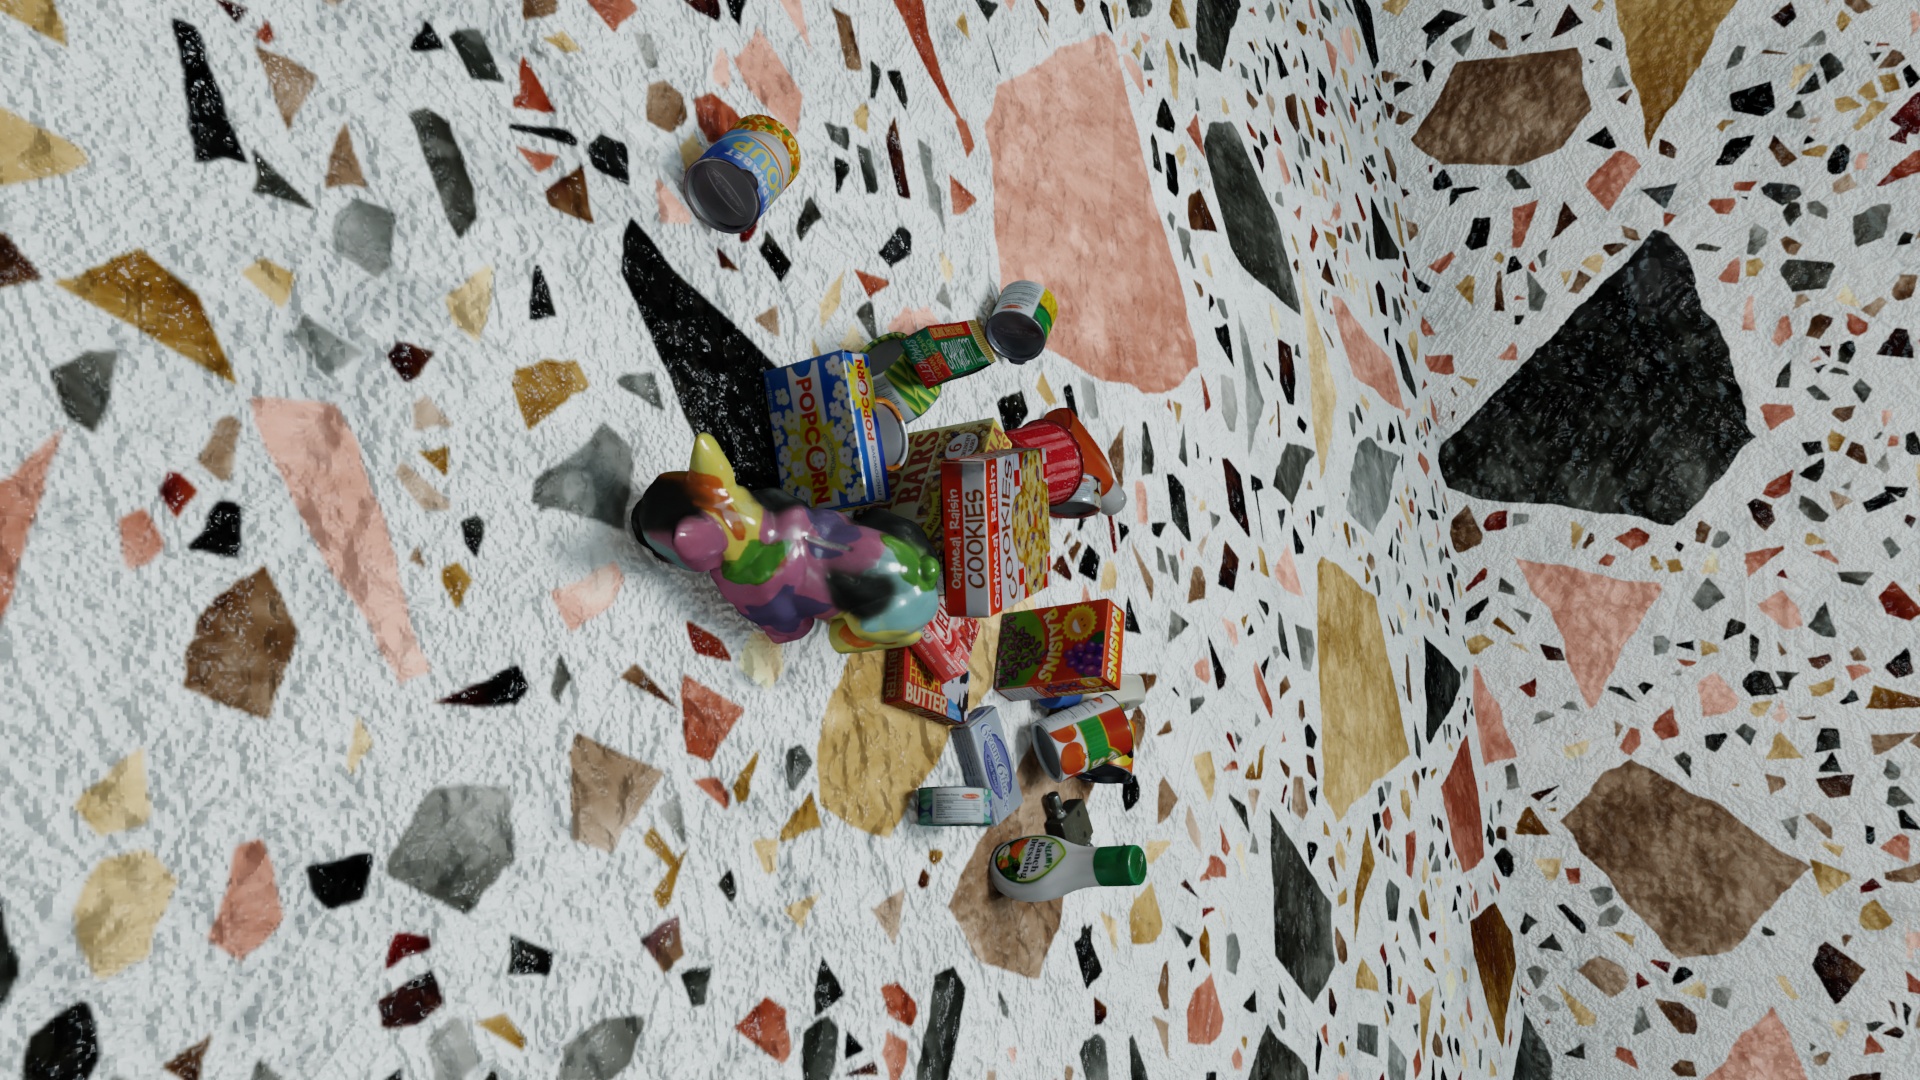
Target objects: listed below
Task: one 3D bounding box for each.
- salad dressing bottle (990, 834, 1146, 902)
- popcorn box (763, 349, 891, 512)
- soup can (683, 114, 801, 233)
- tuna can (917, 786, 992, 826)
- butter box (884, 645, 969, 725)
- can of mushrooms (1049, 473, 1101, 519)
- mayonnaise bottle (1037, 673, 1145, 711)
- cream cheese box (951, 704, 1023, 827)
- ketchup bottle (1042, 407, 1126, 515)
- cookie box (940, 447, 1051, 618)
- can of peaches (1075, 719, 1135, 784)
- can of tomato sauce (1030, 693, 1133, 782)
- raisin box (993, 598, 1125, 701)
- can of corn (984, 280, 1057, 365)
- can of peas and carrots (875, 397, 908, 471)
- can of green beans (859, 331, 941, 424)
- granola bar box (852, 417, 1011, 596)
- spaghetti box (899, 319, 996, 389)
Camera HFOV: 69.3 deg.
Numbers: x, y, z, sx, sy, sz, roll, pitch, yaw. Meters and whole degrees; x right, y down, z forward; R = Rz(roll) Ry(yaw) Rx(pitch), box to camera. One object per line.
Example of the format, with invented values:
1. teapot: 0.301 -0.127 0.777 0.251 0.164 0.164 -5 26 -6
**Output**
1. salad dressing bottle: 0.101 0.305 1.296 0.044 0.147 0.064 57 39 -32
2. popcorn box: -0.110 -0.085 1.143 0.038 0.085 0.126 -5 84 -59
3. soup can: -0.172 -0.298 1.122 0.071 0.071 0.084 59 38 -29
4. tuna can: -0.005 0.236 1.233 0.071 0.071 0.033 20 66 -54
5. butter box: -0.030 0.132 1.260 0.103 0.024 0.053 29 57 -51
6. can of mushrooms: 0.120 -0.047 1.505 0.071 0.071 0.033 24 61 -52
7. mayonnaise bottle: 0.135 0.161 1.474 0.148 0.064 0.041 9 67 -52
8. cream cheese box: 0.026 0.215 1.322 0.053 0.024 0.103 -29 105 -56
9. ketchup bottle: 0.140 -0.083 1.566 0.148 0.043 0.065 46 46 -41
10. cookie box: 0.031 -0.011 1.138 0.168 0.040 0.122 -19 107 -69
11. can of peaches: 0.154 0.222 1.476 0.071 0.071 0.058 39 49 -45
12. can of tomato sauce: 0.123 0.201 1.404 0.083 0.071 0.071 -19 99 -19
13. raisin box: 0.098 0.110 1.372 0.040 0.123 0.086 39 49 -45
14. can of corn: 0.065 -0.232 1.475 0.071 0.071 0.058 56 39 -32
15. can of peas and carrots: -0.088 -0.087 1.202 0.071 0.058 0.071 23 61 -53
16. can of green beans: -0.059 -0.146 1.257 0.057 0.071 0.071 52 41 -35
17. granola bar box: -0.032 -0.025 1.209 0.039 0.124 0.166 52 41 -41
18. spaghetti box: -0.008 -0.176 1.294 0.050 0.028 0.251 61 14 -4
